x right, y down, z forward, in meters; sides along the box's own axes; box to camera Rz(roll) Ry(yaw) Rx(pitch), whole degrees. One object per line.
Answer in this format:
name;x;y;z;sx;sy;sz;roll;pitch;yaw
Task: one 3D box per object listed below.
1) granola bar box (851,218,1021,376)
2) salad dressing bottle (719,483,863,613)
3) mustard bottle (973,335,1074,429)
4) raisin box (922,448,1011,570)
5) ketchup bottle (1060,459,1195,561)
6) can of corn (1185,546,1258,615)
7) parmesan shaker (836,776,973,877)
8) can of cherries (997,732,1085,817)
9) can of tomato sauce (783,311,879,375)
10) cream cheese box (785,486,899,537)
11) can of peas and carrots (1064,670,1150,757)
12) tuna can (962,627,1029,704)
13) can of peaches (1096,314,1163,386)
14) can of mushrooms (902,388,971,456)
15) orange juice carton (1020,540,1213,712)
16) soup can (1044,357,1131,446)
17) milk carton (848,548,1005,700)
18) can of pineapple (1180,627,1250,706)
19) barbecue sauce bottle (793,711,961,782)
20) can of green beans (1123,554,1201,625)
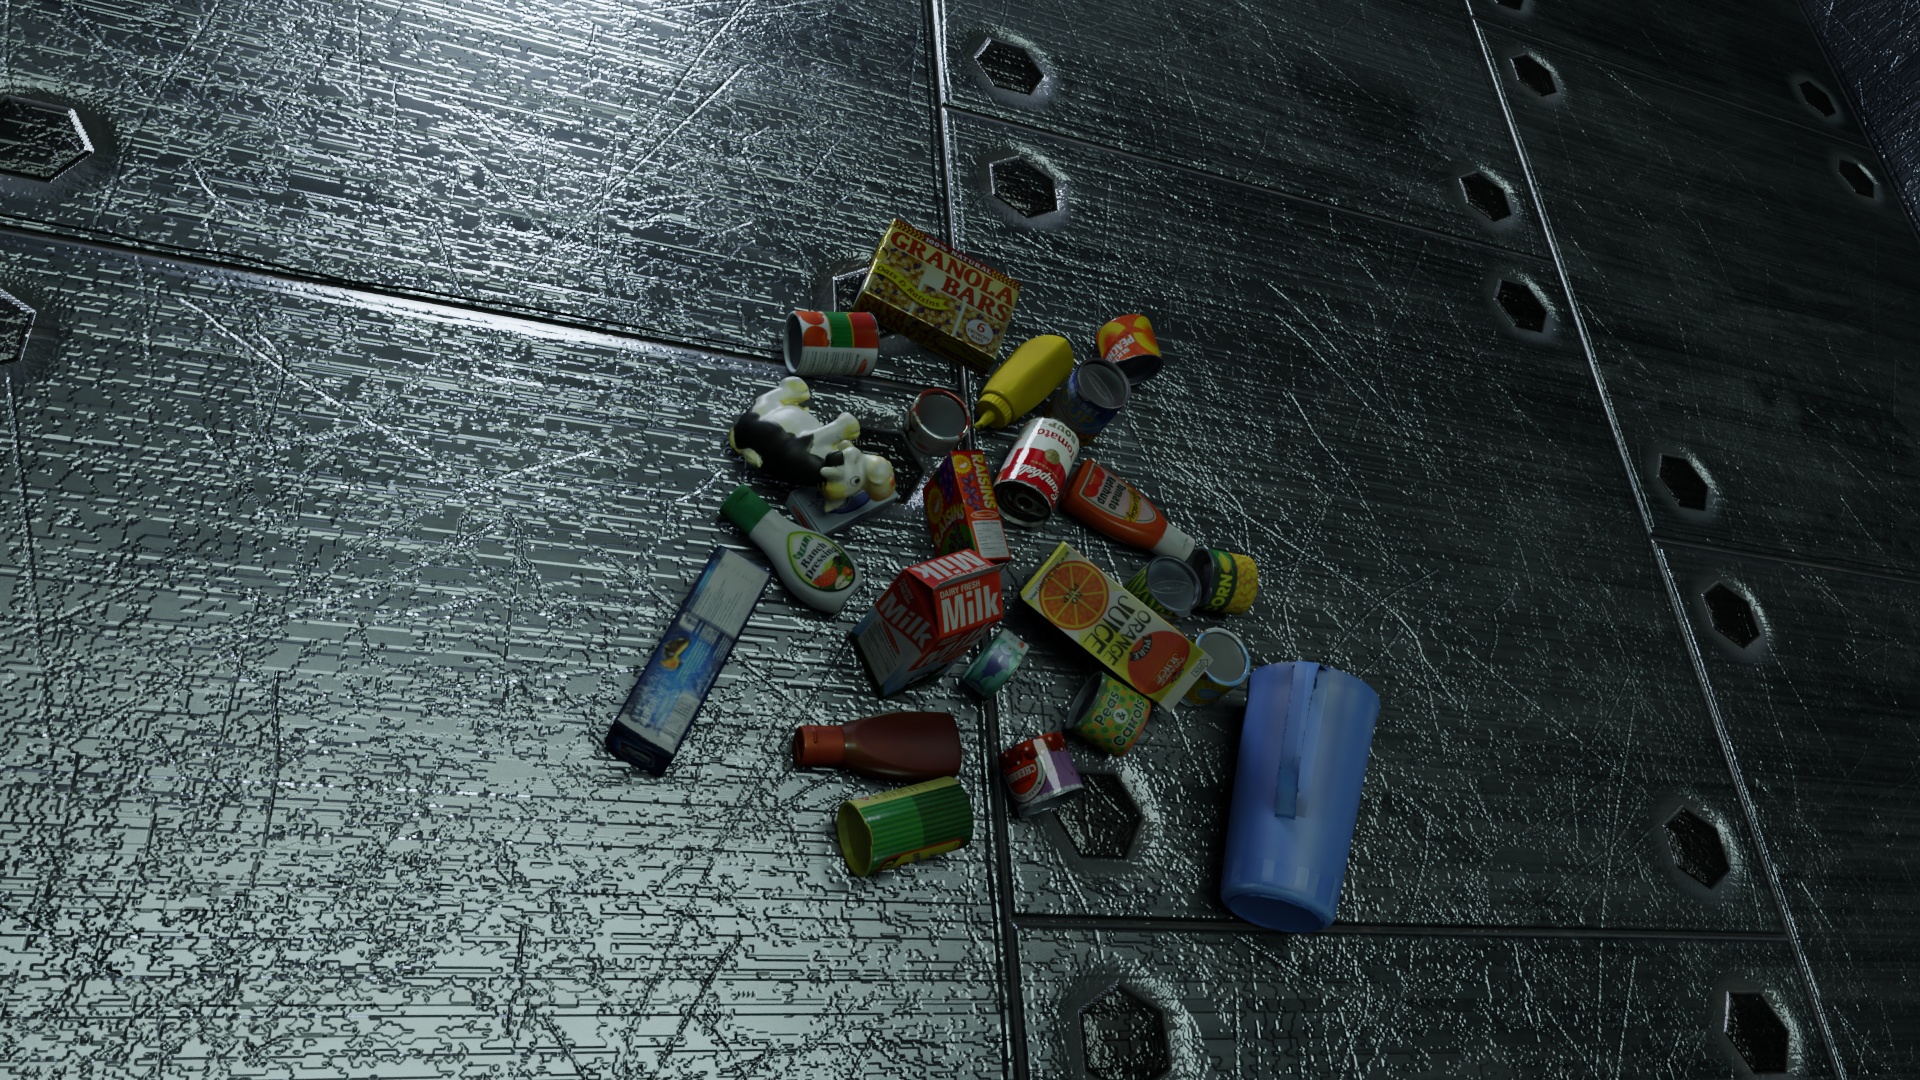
granola bar box;-0.023;-0.272;1.546;0.165;0.039;0.125;25;54;-11
salad dressing bottle;-0.162;0.007;1.316;0.147;0.043;0.064;40;58;0
mustard bottle;0.060;-0.165;1.511;0.161;0.065;0.048;-46;127;-32
raisin box;0.005;-0.017;1.384;0.040;0.085;0.124;-3;64;-25
ketchup bottle;0.182;-0.025;1.499;0.149;0.043;0.065;32;53;-6
can of corn;0.279;0.046;1.489;0.058;0.071;0.071;11;59;-21
parmesan shaker;-0.047;0.249;1.215;0.103;0.071;0.071;-8;67;-29
can of cherries;0.073;0.218;1.292;0.072;0.071;0.058;-10;67;-30
can of tomato sauce;-0.135;-0.205;1.438;0.083;0.071;0.071;-3;64;-26
cream cheese box;-0.117;-0.041;1.377;0.104;0.024;0.053;-29;78;-35
can of peas and carrots;0.145;0.169;1.352;0.059;0.070;0.071;31;54;-7
tuna can;0.032;0.120;1.332;0.033;0.070;0.071;39;53;0
can of peaches;0.193;-0.220;1.601;0.071;0.071;0.058;-1;62;-26
can of mushrooms;-0.024;-0.127;1.466;0.071;0.033;0.071;11;59;-19
orange juice carton;0.156;0.087;1.388;0.193;0.073;0.072;38;93;-1
soup can;0.136;-0.150;1.524;0.071;0.083;0.071;12;58;-19
milk carton;-0.026;0.069;1.254;0.072;0.189;0.073;-17;72;-32
can of pineapple;0.256;0.132;1.435;0.071;0.057;0.071;12;58;-20
barbecue sauce bottle;-0.075;0.186;1.255;0.149;0.043;0.065;4;55;-23
can of green beans;0.209;0.057;1.456;0.071;0.057;0.071;12;58;-20
